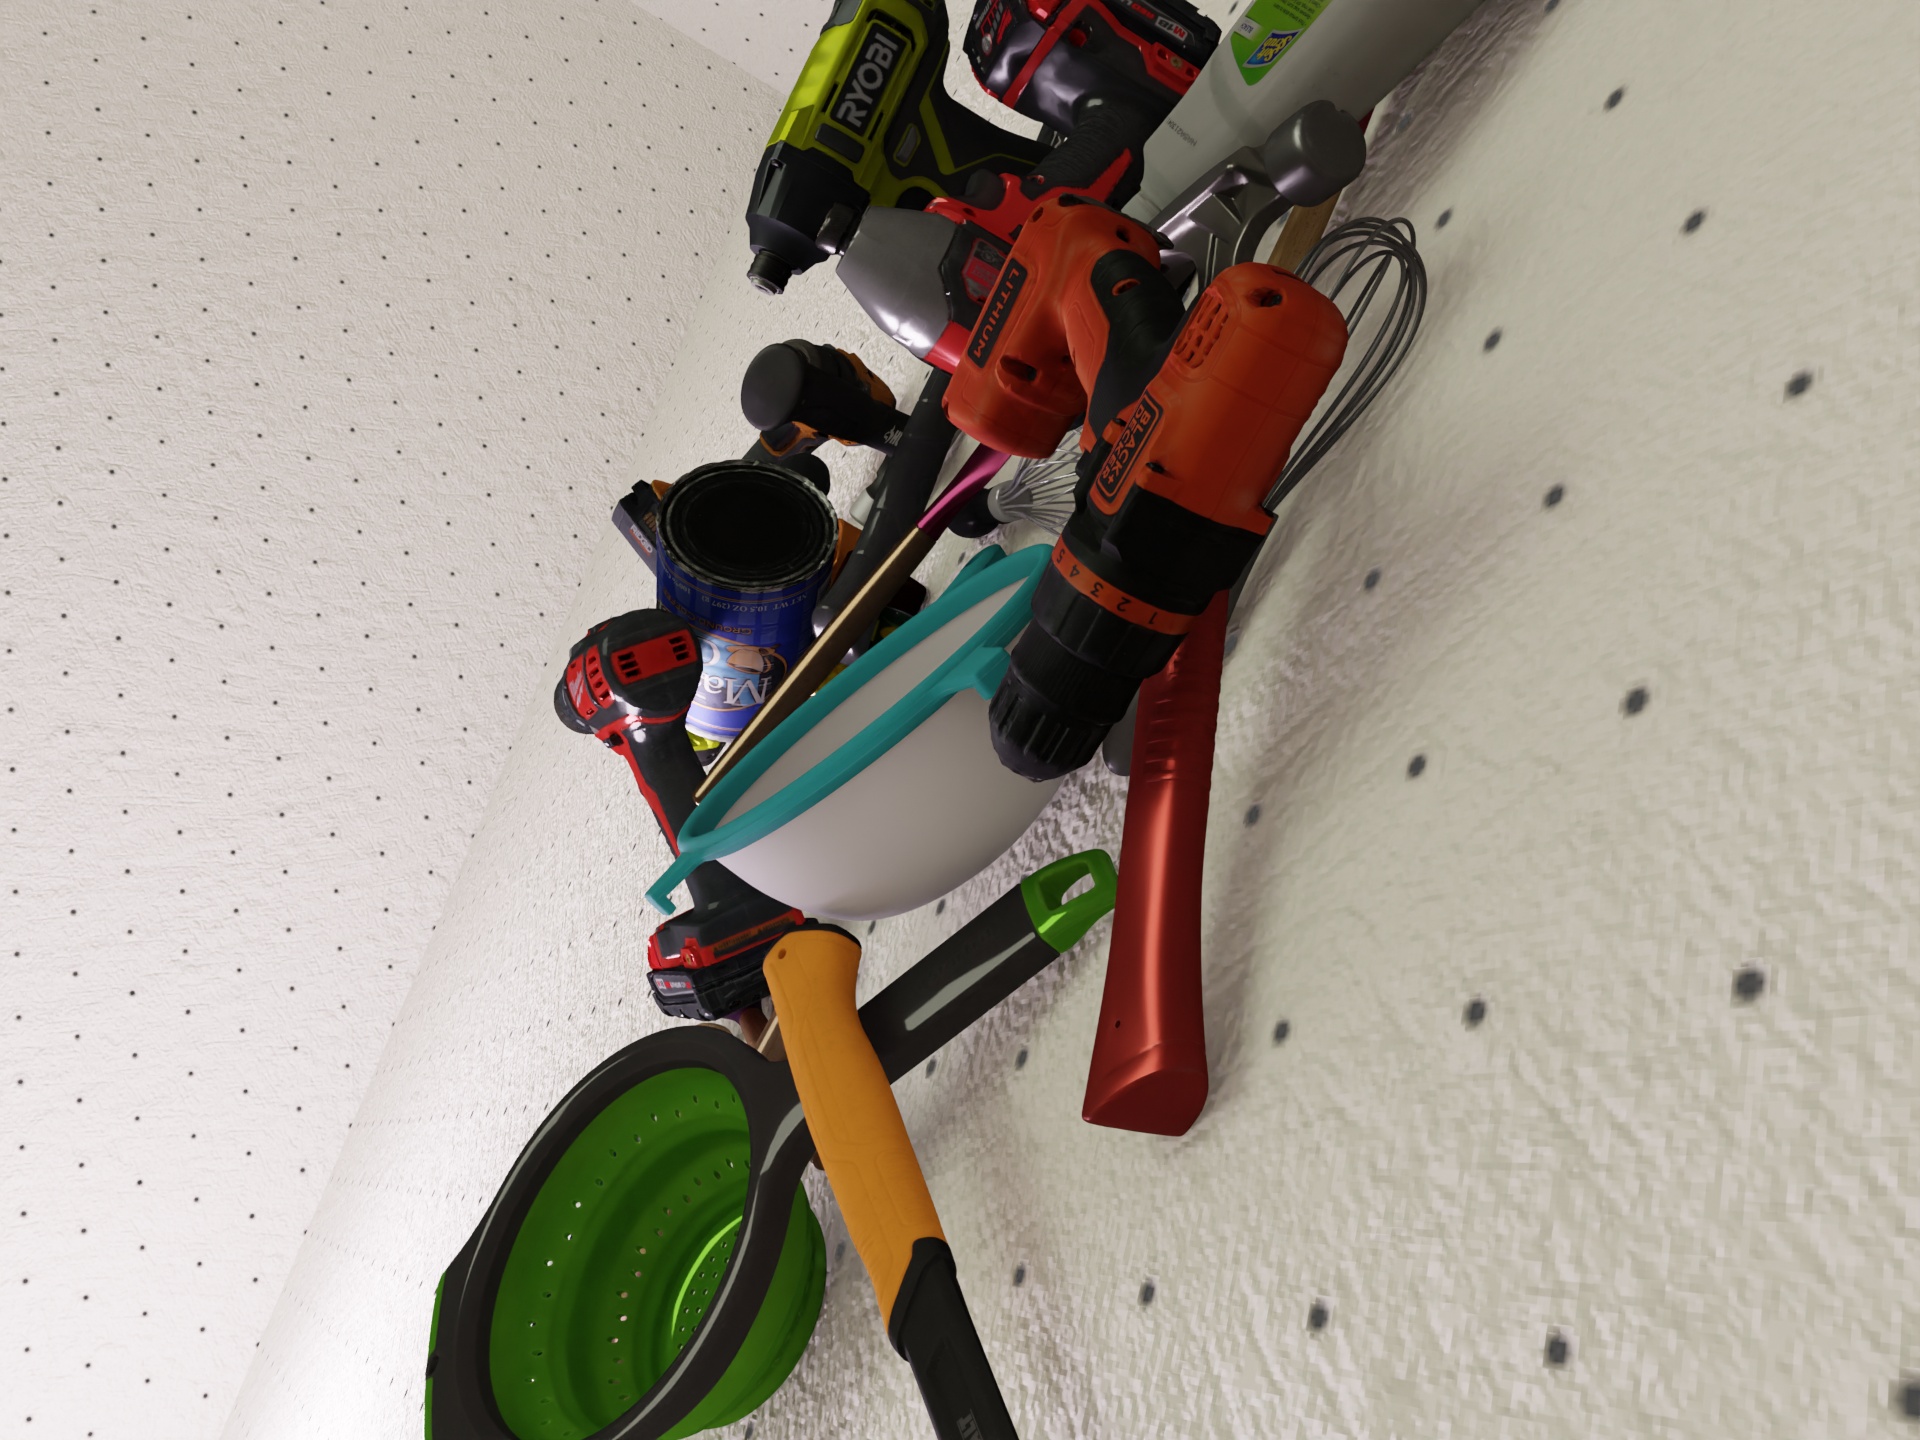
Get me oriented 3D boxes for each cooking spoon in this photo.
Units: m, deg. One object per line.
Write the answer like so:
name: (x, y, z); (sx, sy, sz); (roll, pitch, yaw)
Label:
cooking spoon: (-0.034, -0.076, 0.811); (0.319, 0.017, 0.069); (-50, 9, 8)

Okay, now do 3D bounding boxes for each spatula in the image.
spatula: (-0.115, 0.180, 0.902); (0.060, 0.018, 0.316); (-34, 19, -10)

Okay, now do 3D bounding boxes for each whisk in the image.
whisk: (0.035, -0.120, 0.845); (0.070, 0.070, 0.285); (-66, 16, -5)
whisk: (0.113, -0.083, 0.619); (0.239, 0.055, 0.055); (-64, 19, 13)

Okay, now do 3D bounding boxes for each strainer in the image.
strainer: (-0.001, -0.002, 0.763); (0.211, 0.095, 0.340); (-34, 10, 24)

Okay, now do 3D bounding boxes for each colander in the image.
colander: (-0.067, 0.199, 0.695); (0.397, 0.094, 0.205); (-39, 34, 14)

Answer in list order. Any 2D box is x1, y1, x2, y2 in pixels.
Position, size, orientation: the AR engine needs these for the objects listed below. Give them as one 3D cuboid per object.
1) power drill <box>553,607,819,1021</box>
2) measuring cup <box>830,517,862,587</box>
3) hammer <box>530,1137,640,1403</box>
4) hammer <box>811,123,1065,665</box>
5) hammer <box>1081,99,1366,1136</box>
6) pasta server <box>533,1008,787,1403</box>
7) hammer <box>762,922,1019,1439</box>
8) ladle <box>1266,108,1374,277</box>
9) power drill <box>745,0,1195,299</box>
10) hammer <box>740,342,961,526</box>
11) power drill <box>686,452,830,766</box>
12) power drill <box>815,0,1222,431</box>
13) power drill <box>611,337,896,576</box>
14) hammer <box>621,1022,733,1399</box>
power drill: (-0.171, 0.053, 0.923); (0.188, 0.080, 0.226); (-17, 94, 63)
measuring cup: (-0.092, -0.051, 1.086); (0.095, 0.052, 0.174); (-22, 48, 62)
hammer: (-0.227, 0.332, 0.909); (0.331, 0.033, 0.128); (-78, 10, -47)
hammer: (0.006, -0.221, 0.922); (0.036, 0.149, 0.409); (16, 77, 27)
hammer: (0.077, -0.036, 0.574); (0.149, 0.036, 0.359); (-25, 54, 62)
pasta server: (-0.147, 0.250, 0.806); (0.060, 0.040, 0.316); (15, 75, 54)
hammer: (-0.025, 0.184, 0.543); (0.127, 0.034, 0.337); (-44, 33, 8)
ladle: (0.162, -0.236, 0.710); (0.315, 0.031, 0.069); (-65, 19, 3)
power drill: (0.006, -0.262, 0.834); (0.171, 0.223, 0.080); (-65, 19, -2)
hammer: (-0.055, -0.184, 0.950); (0.146, 0.035, 0.335); (-53, -8, 10)
power drill: (-0.170, -0.082, 1.194); (0.191, 0.080, 0.228); (-62, 2, -35)
power drill: (0.028, -0.249, 0.726); (0.078, 0.143, 0.220); (-37, 29, 62)
power drill: (-0.160, -0.202, 1.228); (0.226, 0.084, 0.185); (-40, -8, 9)
hammer: (-0.178, 0.323, 0.881); (0.130, 0.031, 0.332); (-41, 30, 49)
